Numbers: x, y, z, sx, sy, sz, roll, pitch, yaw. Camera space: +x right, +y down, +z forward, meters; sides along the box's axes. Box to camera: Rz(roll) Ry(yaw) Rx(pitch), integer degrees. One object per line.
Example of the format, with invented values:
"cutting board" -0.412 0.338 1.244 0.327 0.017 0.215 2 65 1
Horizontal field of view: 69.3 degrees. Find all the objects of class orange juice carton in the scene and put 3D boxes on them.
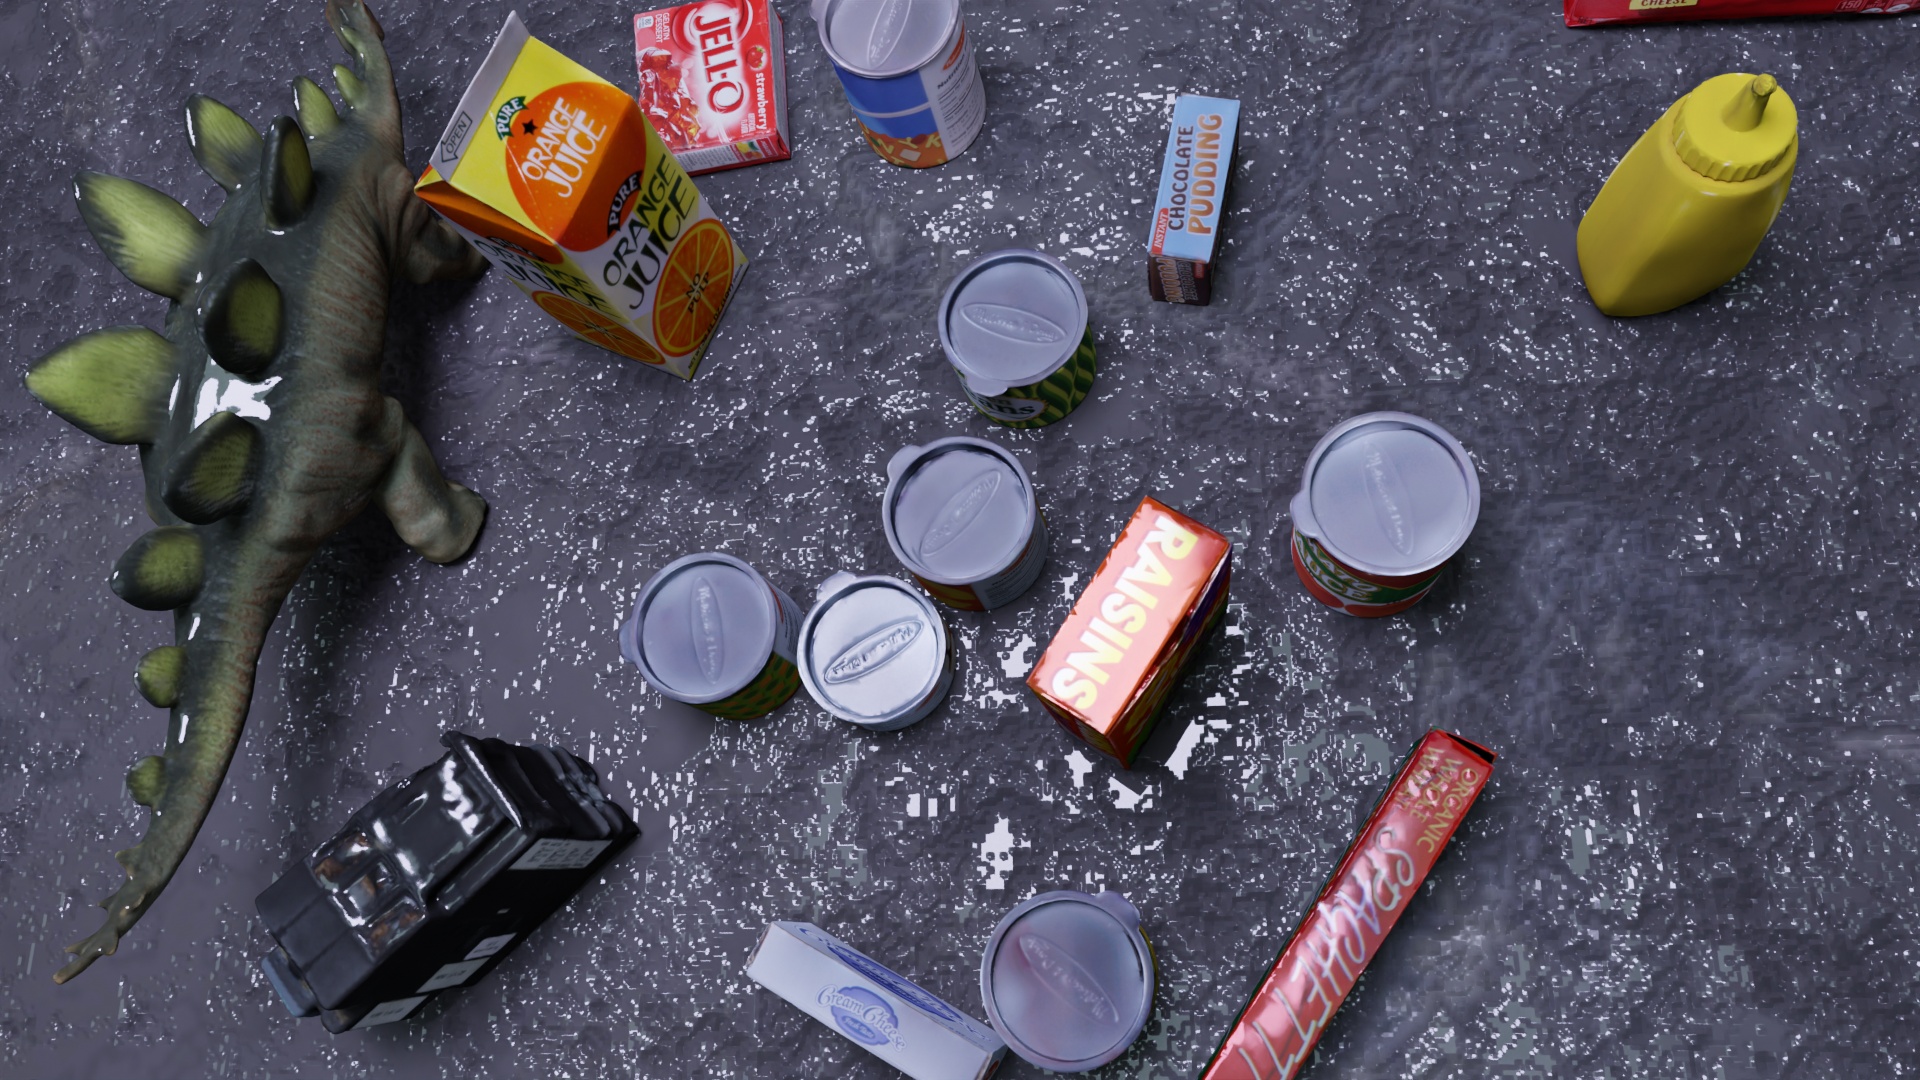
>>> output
"orange juice carton" -0.168 -0.147 0.613 0.073 0.192 0.072 22 80 15

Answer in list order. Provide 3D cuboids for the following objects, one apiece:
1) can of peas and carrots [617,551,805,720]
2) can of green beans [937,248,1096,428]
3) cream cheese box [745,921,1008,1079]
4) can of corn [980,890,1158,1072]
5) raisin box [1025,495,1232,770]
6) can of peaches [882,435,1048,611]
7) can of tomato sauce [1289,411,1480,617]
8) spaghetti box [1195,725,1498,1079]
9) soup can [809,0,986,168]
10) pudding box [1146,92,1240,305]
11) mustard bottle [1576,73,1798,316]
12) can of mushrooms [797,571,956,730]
"can of peas and carrots" -0.108 0.045 0.618 0.071 0.058 0.071 -3 74 9
"can of green beans" 0.027 -0.091 0.634 0.071 0.057 0.071 -3 74 9
"cream cheese box" -0.033 0.190 0.566 0.104 0.053 0.024 26 81 16
"can of corn" 0.047 0.172 0.554 0.071 0.058 0.071 -3 74 9
"raisin box" 0.070 0.042 0.553 0.040 0.123 0.086 32 82 17
"can of peaches" 0.002 -0.008 0.614 0.071 0.058 0.071 -3 74 9
"can of tomato sauce" 0.170 -0.007 0.571 0.071 0.083 0.071 -3 74 9
"spaghetti box" 0.129 0.182 0.541 0.029 0.050 0.250 33 82 17
"soup can" -0.028 -0.230 0.670 0.071 0.083 0.071 -3 74 9
"pudding box" 0.108 -0.157 0.643 0.030 0.049 0.084 10 76 13
"mustard bottle" 0.291 -0.140 0.547 0.065 0.160 0.049 -13 73 6
"can of mushrooms" -0.037 0.049 0.618 0.071 0.033 0.071 -3 74 9
